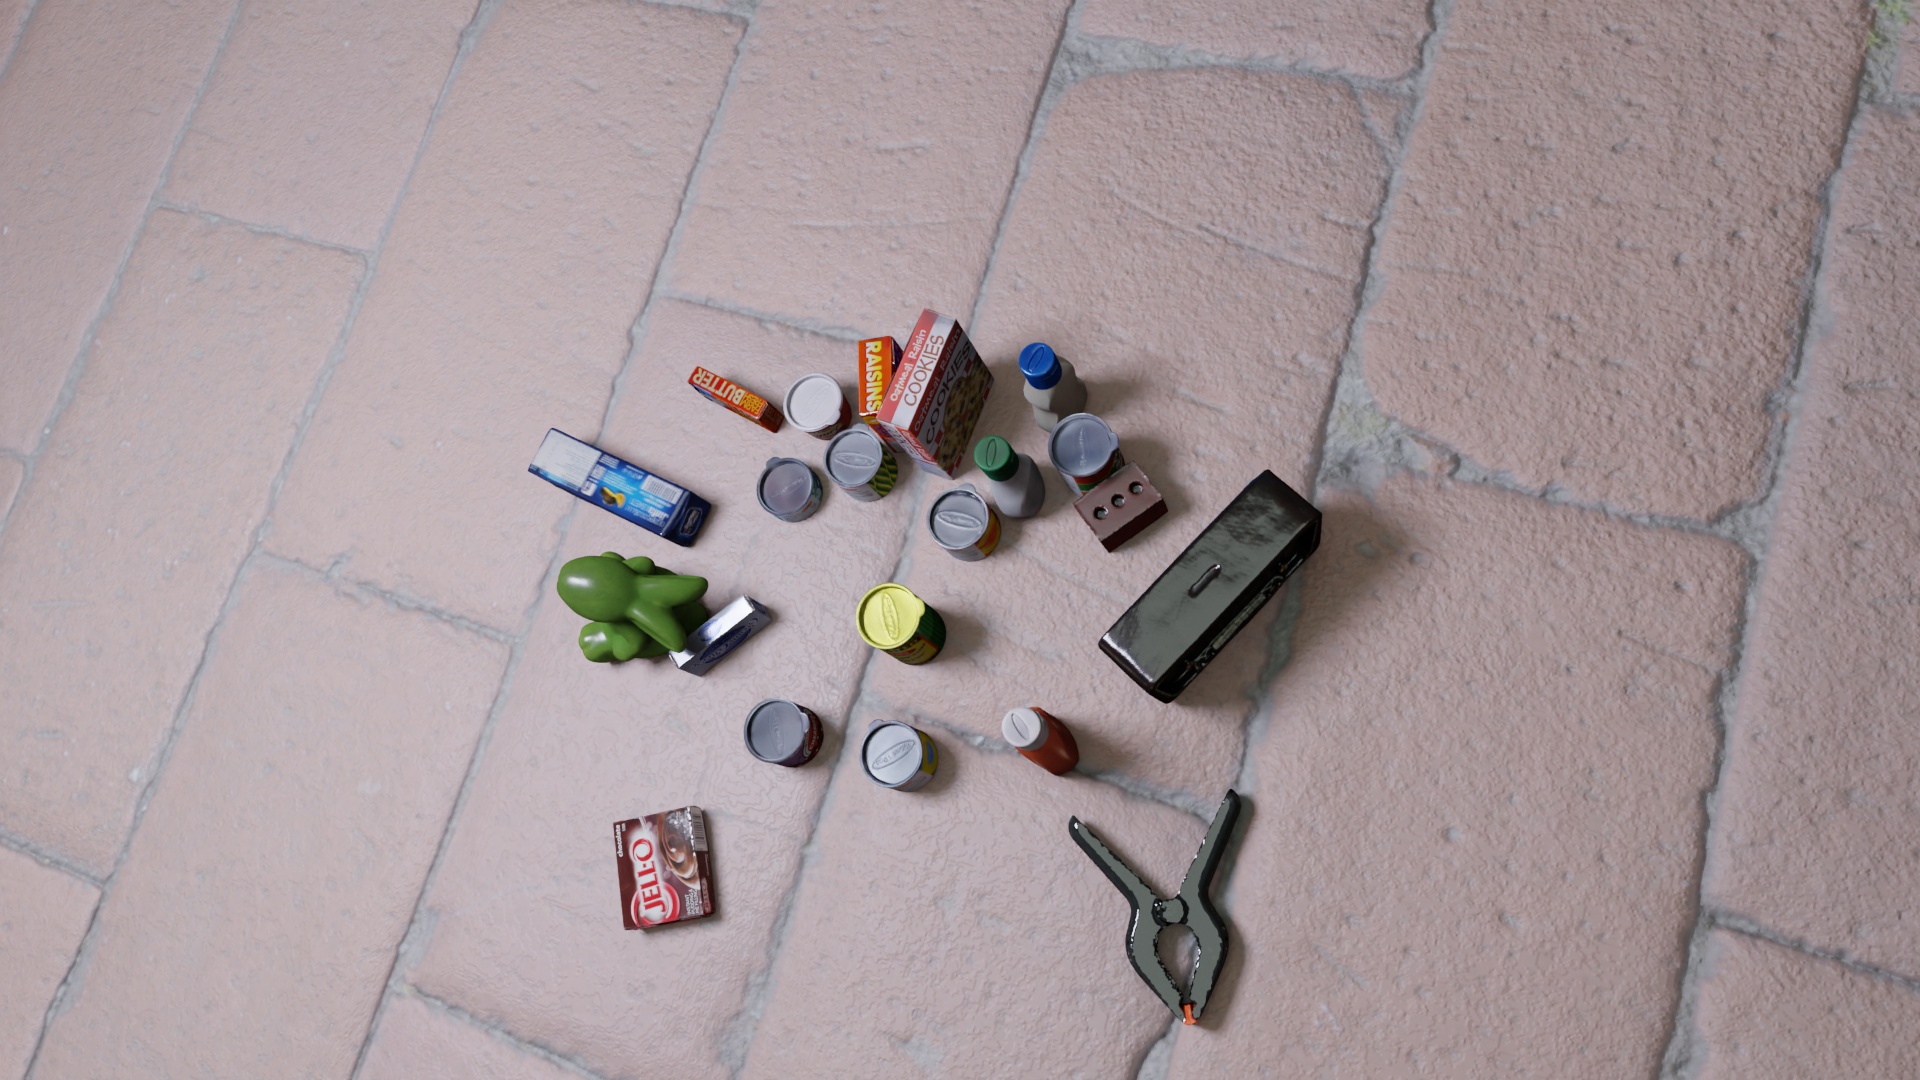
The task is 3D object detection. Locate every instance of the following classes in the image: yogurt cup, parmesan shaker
[{"bbox_3d":[-0.153,-0.143,1.518,0.072,0.054,0.072,-4,74,14],"label":"yogurt cup"},{"bbox_3d":[-0.055,0.086,1.400,0.071,0.103,0.071,-4,74,14],"label":"parmesan shaker"}]

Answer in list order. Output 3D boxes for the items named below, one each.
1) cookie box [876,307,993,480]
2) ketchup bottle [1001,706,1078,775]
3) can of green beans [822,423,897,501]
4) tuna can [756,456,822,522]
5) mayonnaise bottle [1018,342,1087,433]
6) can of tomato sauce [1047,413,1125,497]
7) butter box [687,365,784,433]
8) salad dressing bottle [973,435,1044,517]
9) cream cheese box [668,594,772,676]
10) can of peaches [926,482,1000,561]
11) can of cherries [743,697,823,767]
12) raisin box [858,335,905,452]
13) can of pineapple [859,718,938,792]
[{"bbox_3d":[-0.024,-0.147,1.423,0.040,0.167,0.123,19,81,19],"label":"cookie box"},{"bbox_3d":[0.074,0.185,1.312,0.043,0.148,0.065,-36,69,4],"label":"ketchup bottle"},{"bbox_3d":[-0.106,-0.080,1.485,0.071,0.057,0.071,-4,74,14],"label":"can of green beans"},{"bbox_3d":[-0.187,-0.056,1.513,0.071,0.032,0.071,-4,74,14],"label":"tuna can"},{"bbox_3d":[0.092,-0.157,1.405,0.041,0.148,0.065,27,84,20],"label":"mayonnaise bottle"},{"bbox_3d":[0.131,-0.085,1.409,0.071,0.083,0.071,-4,74,14],"label":"can of tomato sauce"},{"bbox_3d":[-0.250,-0.157,1.548,0.103,0.053,0.024,28,84,20],"label":"butter box"},{"bbox_3d":[0.049,-0.066,1.391,0.044,0.147,0.064,5,76,17],"label":"salad dressing bottle"},{"bbox_3d":[-0.254,0.101,1.475,0.104,0.053,0.024,-38,69,2],"label":"cream cheese box"},{"bbox_3d":[0.005,-0.018,1.437,0.071,0.058,0.071,-4,74,14],"label":"can of peaches"},{"bbox_3d":[-0.178,0.198,1.424,0.071,0.058,0.071,-4,74,14],"label":"can of cherries"},{"bbox_3d":[-0.071,-0.152,1.461,0.040,0.123,0.086,-5,74,14],"label":"raisin box"},{"bbox_3d":[-0.061,0.215,1.389,0.071,0.057,0.071,-4,74,14],"label":"can of pineapple"}]
